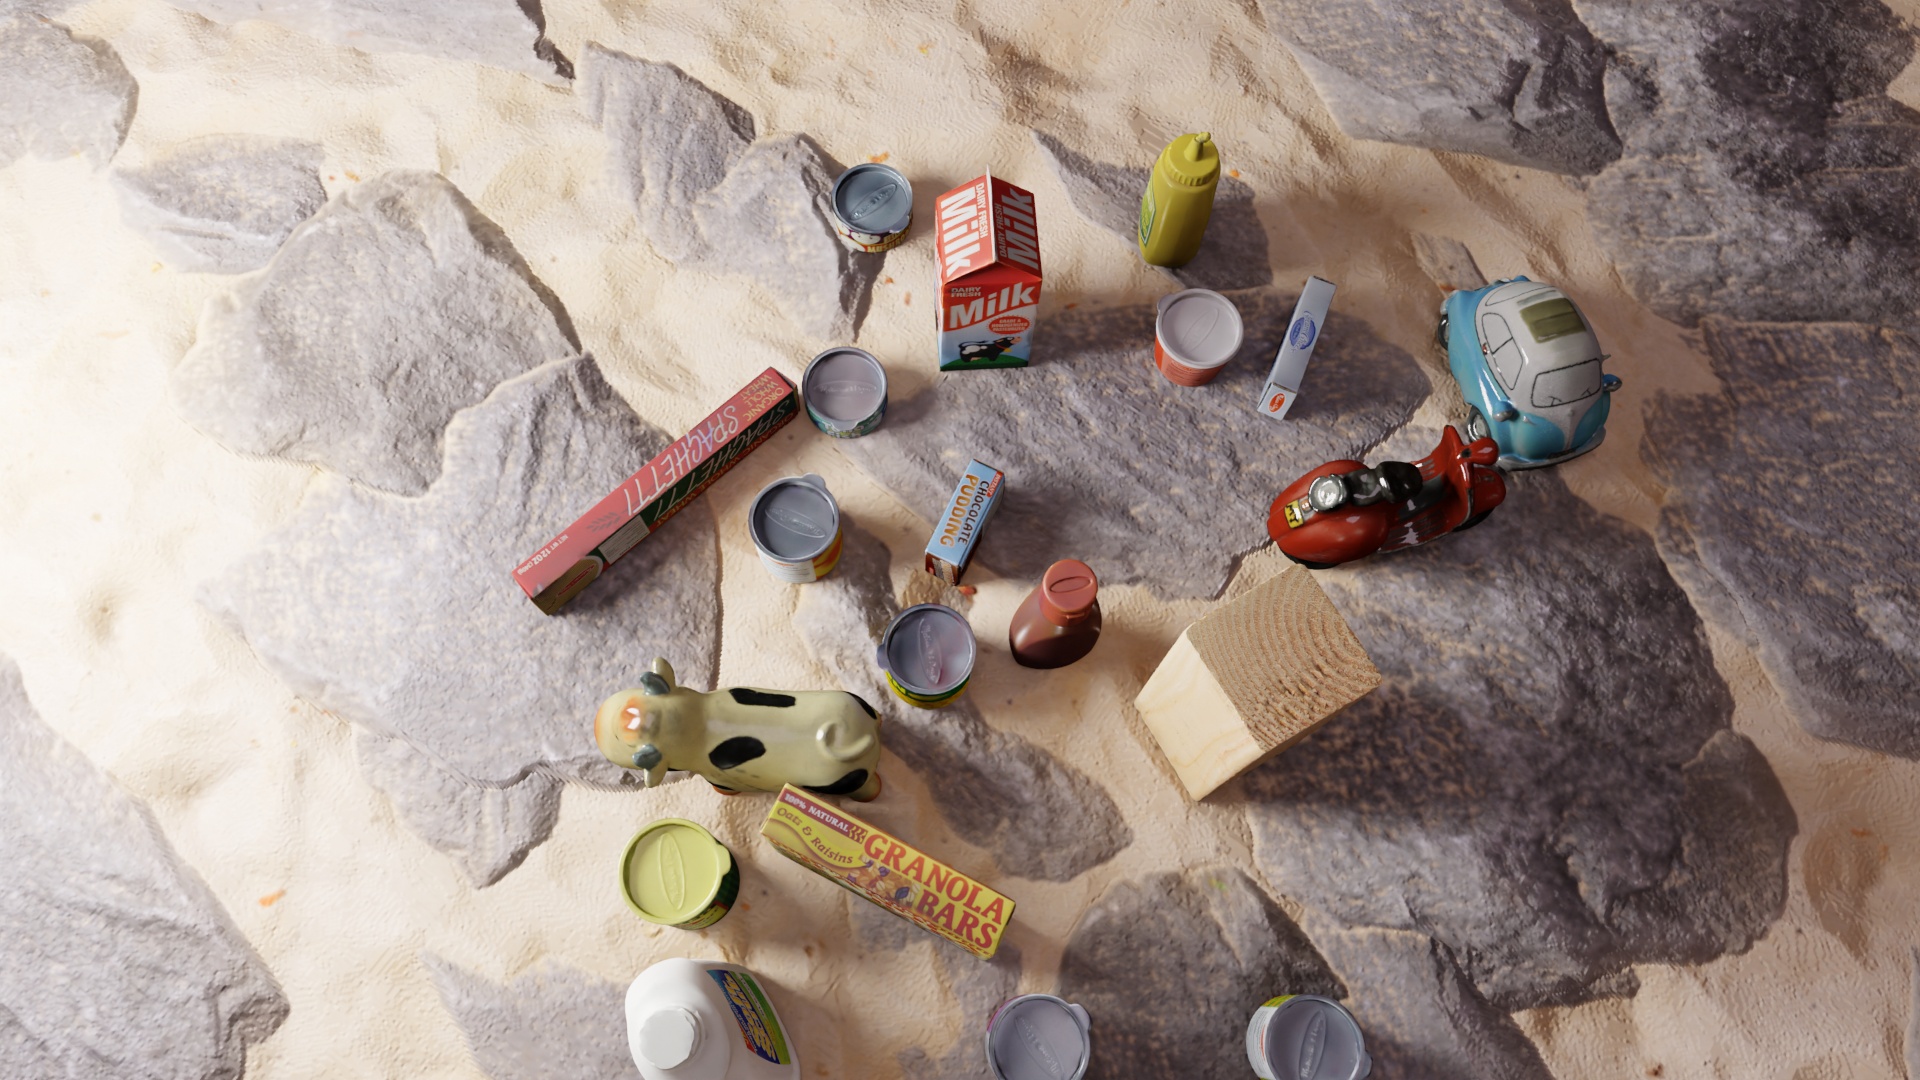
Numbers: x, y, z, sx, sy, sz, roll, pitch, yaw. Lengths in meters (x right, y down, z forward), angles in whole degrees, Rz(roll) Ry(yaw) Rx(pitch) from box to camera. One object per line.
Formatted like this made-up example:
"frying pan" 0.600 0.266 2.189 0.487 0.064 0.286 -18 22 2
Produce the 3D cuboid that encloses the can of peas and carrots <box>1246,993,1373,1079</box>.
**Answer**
"can of peas and carrots" 0.231 0.337 0.923 0.071 0.058 0.071 1 71 -2

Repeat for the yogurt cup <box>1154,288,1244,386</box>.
"yogurt cup" 0.184 -0.156 1.093 0.072 0.053 0.072 1 71 -2

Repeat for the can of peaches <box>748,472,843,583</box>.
"can of peaches" -0.120 -0.009 1.030 0.071 0.058 0.071 1 71 -2

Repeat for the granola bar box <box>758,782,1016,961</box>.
"granola bar box" -0.047 0.221 0.919 0.166 0.124 0.039 26 73 7

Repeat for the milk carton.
"milk carton" 0.019 -0.197 1.029 0.073 0.190 0.072 -4 72 -3

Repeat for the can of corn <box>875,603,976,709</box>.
"can of corn" -0.025 0.085 1.001 0.071 0.058 0.071 1 71 -2

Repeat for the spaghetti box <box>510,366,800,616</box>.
"spaghetti box" -0.223 -0.039 1.041 0.251 0.050 0.029 -41 77 -14

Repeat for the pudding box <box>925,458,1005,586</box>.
"pudding box" 0.004 -0.013 1.040 0.030 0.049 0.084 24 72 6

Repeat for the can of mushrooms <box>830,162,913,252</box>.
"can of mushrooms" -0.070 -0.269 1.133 0.071 0.033 0.071 1 71 -2

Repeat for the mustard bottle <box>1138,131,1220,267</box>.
"mustard bottle" 0.171 -0.272 1.076 0.049 0.159 0.065 0 72 -2

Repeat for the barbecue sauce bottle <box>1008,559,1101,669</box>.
"barbecue sauce bottle" 0.069 0.052 0.968 0.065 0.148 0.044 -10 72 -5

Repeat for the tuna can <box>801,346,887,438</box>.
"tuna can" -0.089 -0.112 1.079 0.071 0.032 0.071 1 71 -2

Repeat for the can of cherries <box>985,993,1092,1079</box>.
"can of cherries" 0.052 0.333 0.918 0.071 0.058 0.071 1 71 -2

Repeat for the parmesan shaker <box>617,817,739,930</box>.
"parmesan shaker" -0.182 0.224 0.924 0.071 0.102 0.071 1 72 -2

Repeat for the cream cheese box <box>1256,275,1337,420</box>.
"cream cheese box" 0.264 -0.151 1.094 0.024 0.053 0.104 22 72 5
